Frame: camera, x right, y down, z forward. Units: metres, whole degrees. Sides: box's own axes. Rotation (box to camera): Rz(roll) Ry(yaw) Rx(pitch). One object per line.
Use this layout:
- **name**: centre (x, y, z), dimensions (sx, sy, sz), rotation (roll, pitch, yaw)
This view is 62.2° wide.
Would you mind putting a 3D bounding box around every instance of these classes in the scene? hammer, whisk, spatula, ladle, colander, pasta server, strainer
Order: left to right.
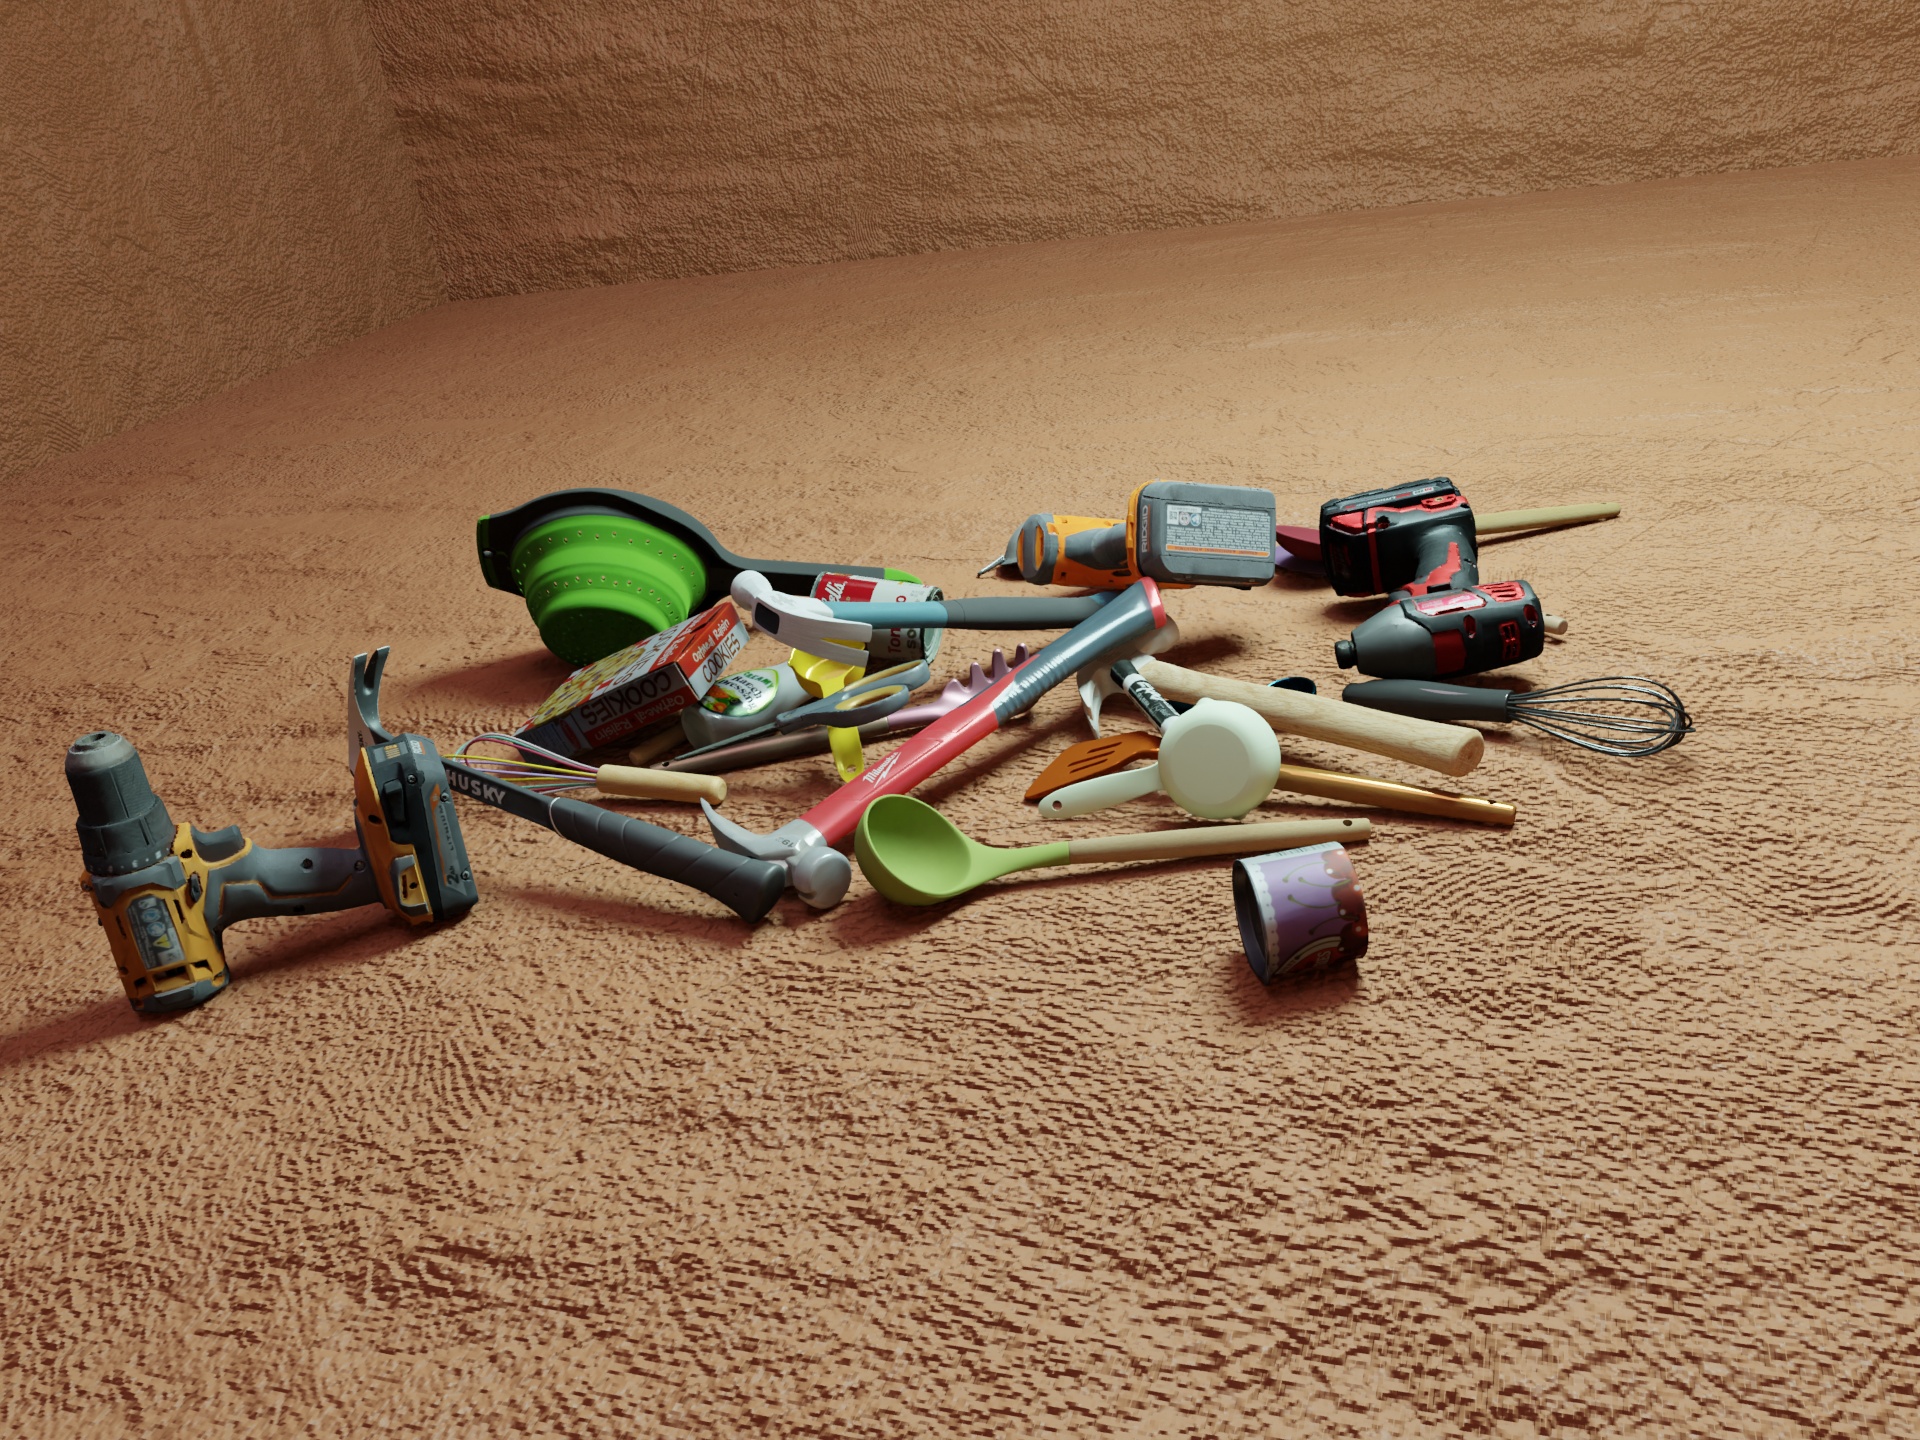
- **hammer**: centre (-0.285, 0.057, 1.094), dimensions (0.409, 0.149, 0.036), rotation (15, 27, 30)
- **whisk**: centre (-0.288, 0.042, 1.208), dimensions (0.245, 0.047, 0.051), rotation (5, 41, 19)
- **colander**: centre (-0.232, -0.103, 1.420), dimensions (0.397, 0.204, 0.095), rotation (3, 59, -8)
- **pasta server**: centre (-0.083, 0.002, 1.217), dimensions (0.316, 0.040, 0.060), rotation (-12, 39, -2)
- **hammer**: centre (-0.006, -0.085, 1.260), dimensions (0.331, 0.033, 0.128), rotation (-3, 26, -31)
- **hammer**: centre (-0.002, -0.004, 1.139), dimensions (0.386, 0.038, 0.143), rotation (-35, 36, -29)
- **strainer**: centre (0.142, -0.176, 1.505), dimensions (0.258, 0.050, 0.087), rotation (-6, 11, 0)
- **ladle**: centre (0.094, 0.072, 0.989), dimensions (0.320, 0.062, 0.078), rotation (-5, 42, 4)
- **spatula**: centre (0.198, 0.043, 1.051), dimensions (0.323, 0.041, 0.081), rotation (9, 30, 27)
- **hammer**: centre (0.209, -0.010, 1.105), dimensions (0.130, 0.031, 0.331), rotation (-36, 32, -27)
- **spatula**: centre (0.366, -0.112, 1.313), dimensions (0.059, 0.018, 0.316), rotation (-19, 25, -27)
- **ladle**: centre (0.422, -0.167, 1.377), dimensions (0.315, 0.031, 0.069), rotation (-7, 21, -7)
- **whisk**: centre (0.367, -0.008, 1.070), dimensions (0.239, 0.055, 0.055), rotation (6, 29, 39)

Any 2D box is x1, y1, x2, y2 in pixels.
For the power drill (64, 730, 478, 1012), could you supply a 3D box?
- **power drill**: centre (-0.448, 0.074, 1.033), dimensions (0.226, 0.185, 0.084), rotation (-16, 24, -20)

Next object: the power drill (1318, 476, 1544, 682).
- **power drill**: centre (0.341, -0.100, 1.201), dimensions (0.143, 0.078, 0.220), rotation (-12, 29, 8)

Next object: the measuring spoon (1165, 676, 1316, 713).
- **measuring spoon**: centre (0.200, -0.008, 1.167), dimensions (0.128, 0.021, 0.042), rotation (-7, 31, 28)

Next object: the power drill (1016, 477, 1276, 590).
- **power drill**: centre (0.167, -0.146, 1.324), dimensions (0.164, 0.084, 0.226), rotation (1, 0, -25)

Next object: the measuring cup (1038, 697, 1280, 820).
- **measuring cup**: centre (0.123, 0.039, 1.033), dimensions (0.167, 0.083, 0.038), rotation (-17, -2, 20)

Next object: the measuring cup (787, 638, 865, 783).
- **measuring cup**: centre (-0.091, -0.006, 1.199), dimensions (0.062, 0.029, 0.157), rotation (-14, 51, -1)

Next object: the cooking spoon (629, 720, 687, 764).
- **cooking spoon**: centre (-0.152, -0.037, 1.342), dimensions (0.069, 0.017, 0.319), rotation (25, 41, 34)
